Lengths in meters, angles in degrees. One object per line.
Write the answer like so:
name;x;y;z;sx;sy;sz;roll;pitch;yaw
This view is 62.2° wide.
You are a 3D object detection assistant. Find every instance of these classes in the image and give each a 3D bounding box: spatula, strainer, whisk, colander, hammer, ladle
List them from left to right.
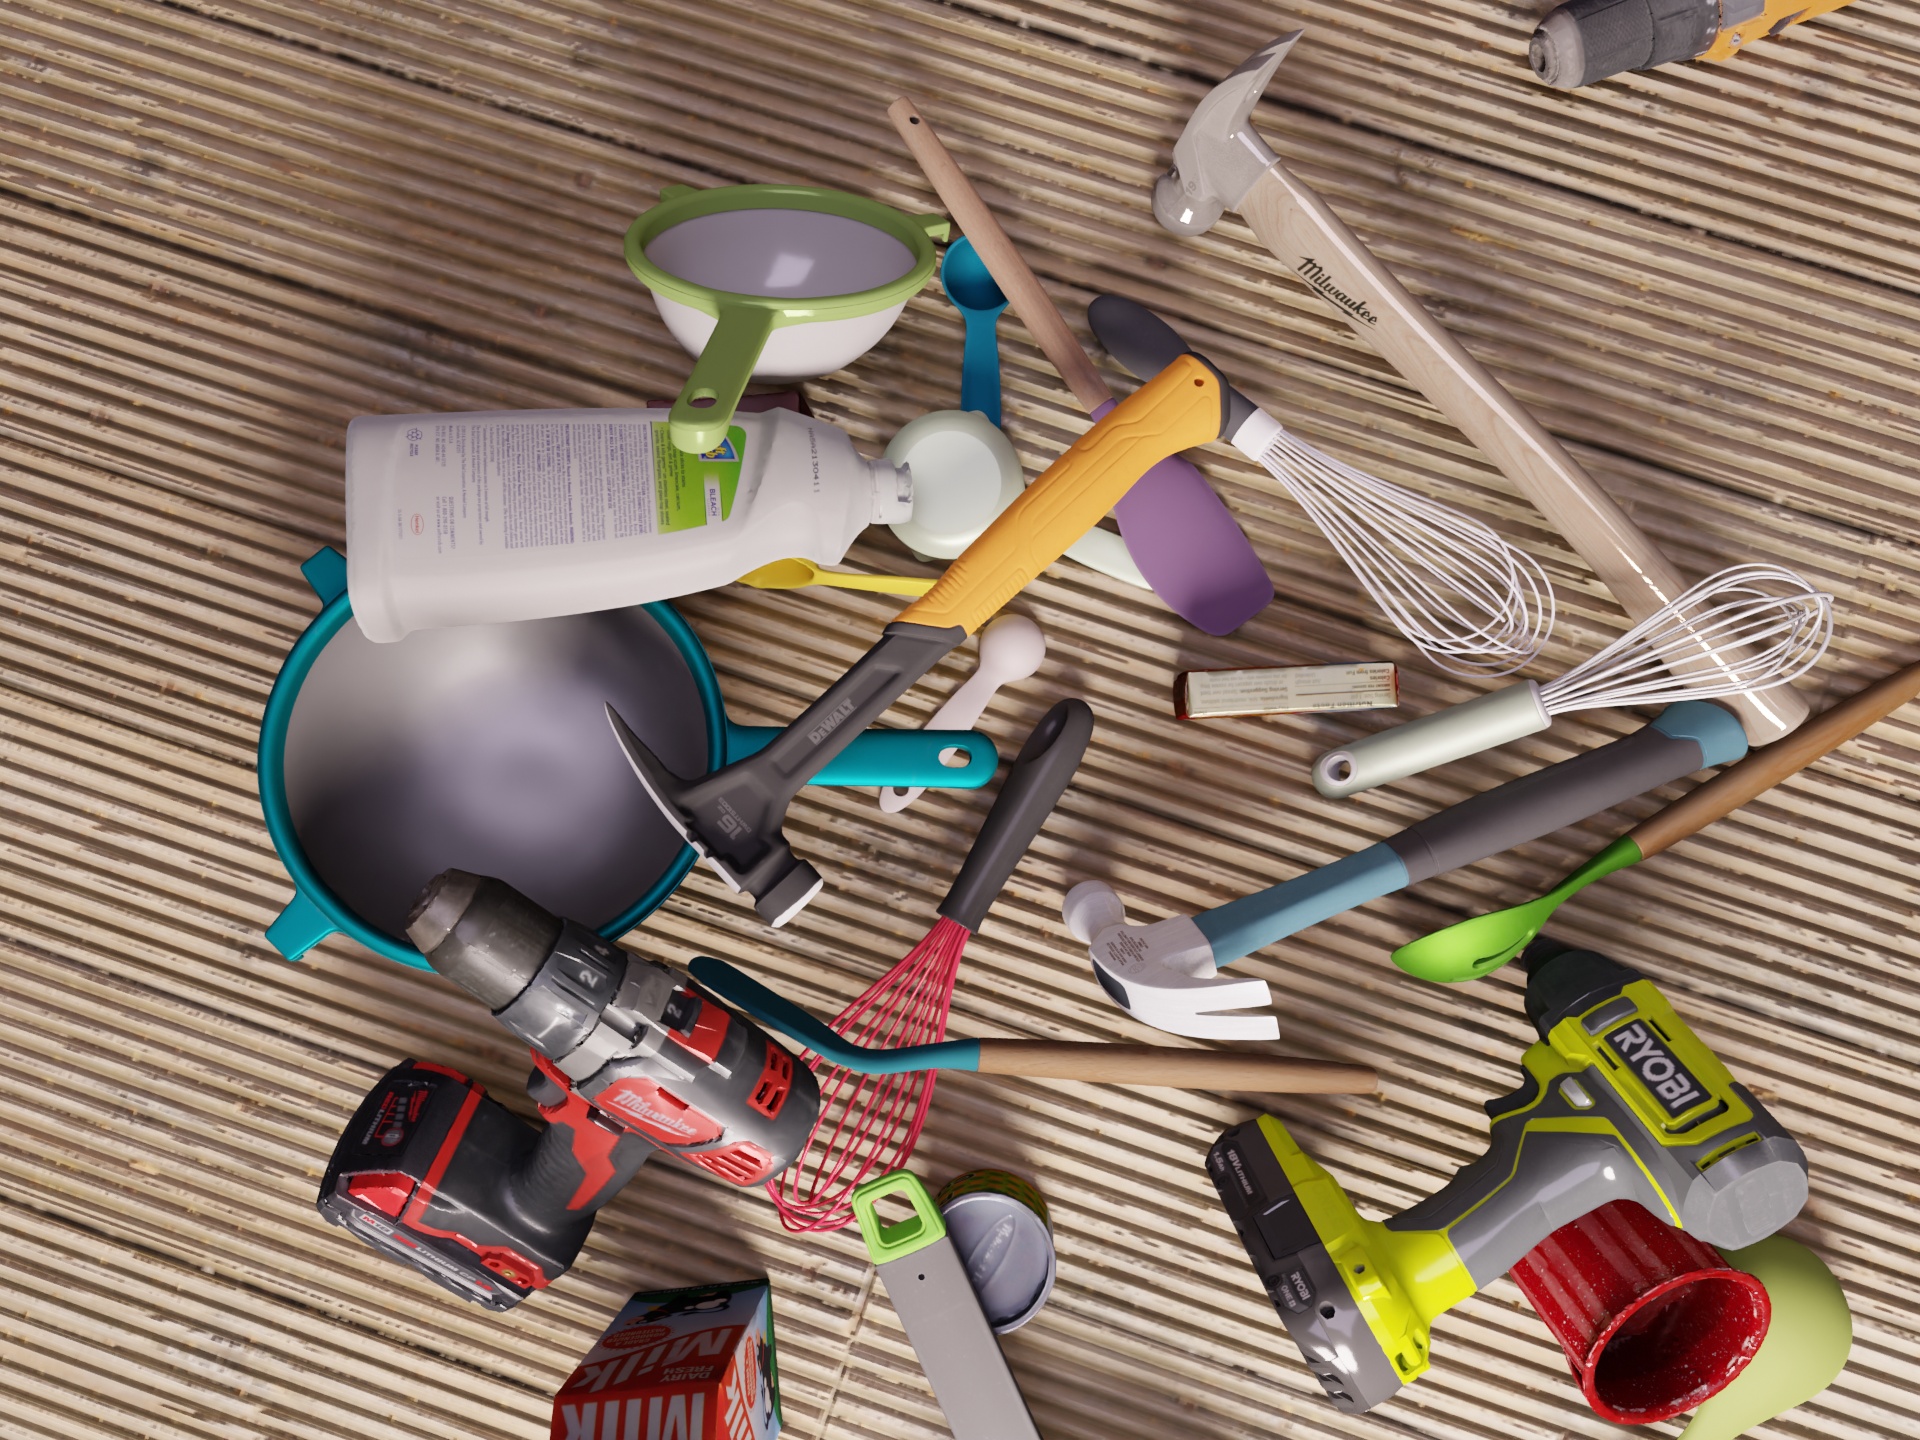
strainer;-0.156;0.024;0.782;0.340;0.095;0.211;1;75;-9
strainer;-0.094;-0.174;0.747;0.151;0.257;0.069;7;130;2
whisk;-0.012;0.116;0.784;0.073;0.073;0.296;30;82;4
hammer;-0.005;-0.063;0.743;0.337;0.034;0.127;-43;89;-10
spatula;0.035;0.143;0.723;0.317;0.082;0.044;5;86;-4
colander;0.043;0.390;0.705;0.204;0.094;0.397;-24;97;1
spatula;0.055;-0.179;0.805;0.060;0.018;0.316;-34;92;-15
whisk;0.173;-0.123;0.798;0.285;0.070;0.070;40;88;9
hammer;0.219;0.062;0.763;0.331;0.128;0.033;-22;118;-6
hammer;0.259;-0.146;0.761;0.410;0.146;0.038;46;78;0
whisk;0.282;-0.011;0.752;0.246;0.059;0.058;-22;71;25
ladle;0.313;0.383;0.767;0.078;0.062;0.320;36;95;-4

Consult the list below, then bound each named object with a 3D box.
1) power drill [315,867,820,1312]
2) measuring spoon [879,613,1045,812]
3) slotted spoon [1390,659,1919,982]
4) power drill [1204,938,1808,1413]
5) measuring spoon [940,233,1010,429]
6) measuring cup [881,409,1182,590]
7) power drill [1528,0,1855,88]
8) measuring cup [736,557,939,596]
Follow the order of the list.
power drill;-0.194;0.162;0.696;0.187;0.080;0.226;39;128;-20
measuring spoon;-0.001;-0.003;0.811;0.034;0.018;0.124;38;89;4
slotted spoon;0.351;0.050;0.780;0.314;0.070;0.031;-29;68;-6
power drill;0.236;0.199;0.729;0.223;0.171;0.080;-29;122;3
measuring spoon;0.010;-0.187;0.828;0.042;0.021;0.128;0;95;0
measuring cup;0.036;-0.102;0.804;0.167;0.038;0.083;23;95;1
power drill;0.349;-0.442;0.802;0.185;0.084;0.226;-22;90;2
measuring cup;-0.050;-0.083;0.808;0.156;0.062;0.029;6;76;-8
